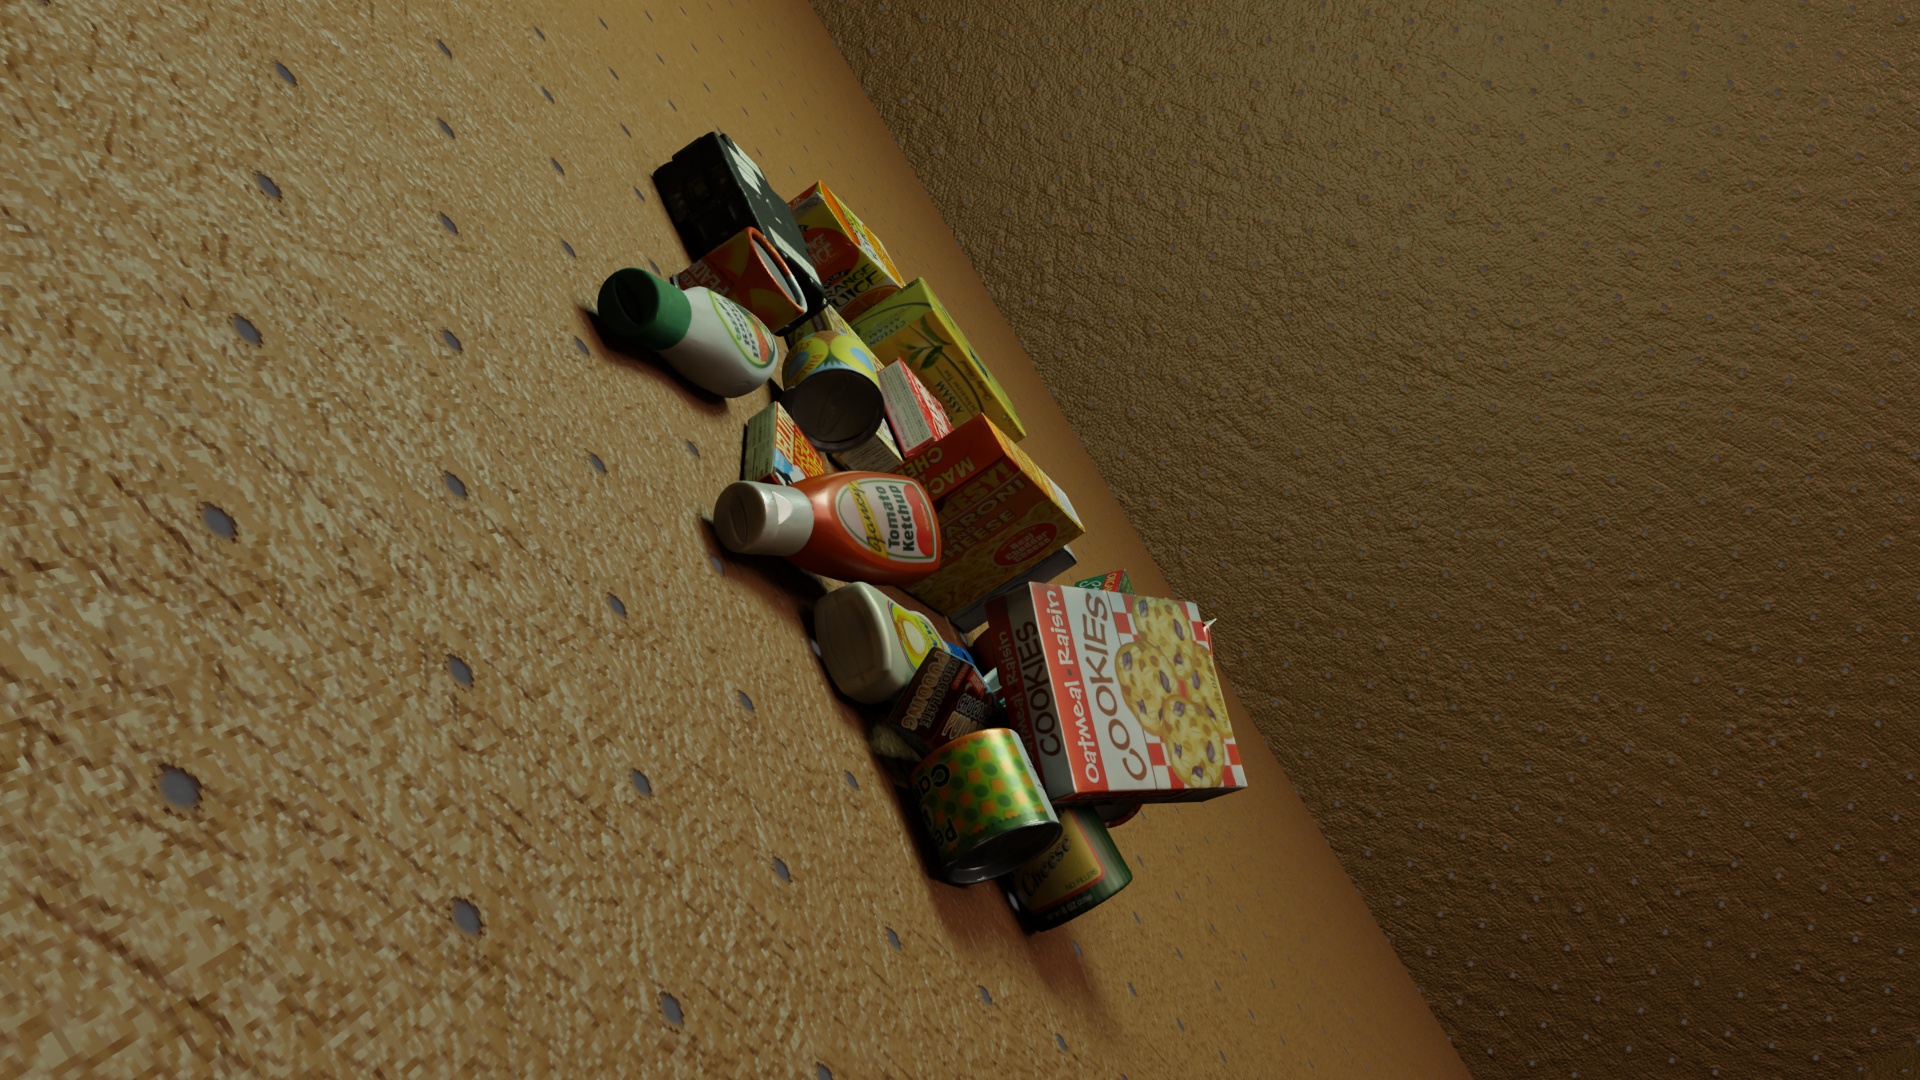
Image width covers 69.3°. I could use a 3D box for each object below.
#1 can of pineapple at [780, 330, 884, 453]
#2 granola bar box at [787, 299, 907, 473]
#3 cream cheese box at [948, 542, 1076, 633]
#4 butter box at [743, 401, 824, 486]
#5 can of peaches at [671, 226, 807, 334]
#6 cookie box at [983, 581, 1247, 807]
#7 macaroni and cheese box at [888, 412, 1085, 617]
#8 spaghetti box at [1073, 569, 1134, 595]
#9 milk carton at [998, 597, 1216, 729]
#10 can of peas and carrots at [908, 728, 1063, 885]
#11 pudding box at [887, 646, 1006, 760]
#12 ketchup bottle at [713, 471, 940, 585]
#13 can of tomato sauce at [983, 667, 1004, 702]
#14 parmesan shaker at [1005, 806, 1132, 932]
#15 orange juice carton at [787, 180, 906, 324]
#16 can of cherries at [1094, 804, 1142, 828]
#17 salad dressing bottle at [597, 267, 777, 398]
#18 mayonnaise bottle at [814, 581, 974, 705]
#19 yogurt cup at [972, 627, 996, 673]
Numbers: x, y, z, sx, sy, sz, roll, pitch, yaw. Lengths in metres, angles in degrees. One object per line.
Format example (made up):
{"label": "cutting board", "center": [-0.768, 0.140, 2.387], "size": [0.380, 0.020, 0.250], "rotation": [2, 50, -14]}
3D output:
{"label": "can of pineapple", "center": [-0.089, -0.103, 0.951], "size": [0.071, 0.071, 0.058], "rotation": [51, 13, -35]}
{"label": "granola bar box", "center": [-0.074, -0.098, 1.074], "size": [0.124, 0.039, 0.166], "rotation": [46, 16, -49]}
{"label": "cream cheese box", "center": [0.032, 0.021, 1.051], "size": [0.024, 0.103, 0.053], "rotation": [44, 17, -48]}
{"label": "butter box", "center": [-0.103, -0.038, 0.817], "size": [0.053, 0.024, 0.104], "rotation": [54, 12, -27]}
{"label": "can of peaches", "center": [-0.142, -0.161, 0.896], "size": [0.071, 0.058, 0.071], "rotation": [56, 11, -16]}
{"label": "cookie box", "center": [0.093, 0.094, 0.827], "size": [0.167, 0.040, 0.123], "rotation": [9, 61, -45]}
{"label": "macaroni and cheese box", "center": [0.003, -0.012, 0.959], "size": [0.040, 0.123, 0.166], "rotation": [62, 12, 26]}
{"label": "spaghetti box", "center": [0.103, 0.092, 1.153], "size": [0.028, 0.050, 0.251], "rotation": [67, 22, -17]}
{"label": "milk carton", "center": [0.104, 0.099, 0.926], "size": [0.191, 0.072, 0.073], "rotation": [-32, 94, -48]}
{"label": "can of peas and carrots", "center": [0.010, 0.141, 0.733], "size": [0.071, 0.071, 0.059], "rotation": [41, 20, -58]}
{"label": "pudding box", "center": [-0.006, 0.097, 0.765], "size": [0.030, 0.050, 0.083], "rotation": [23, -17, 23]}
{"label": "ketchup bottle", "center": [-0.070, -0.008, 0.752], "size": [0.149, 0.043, 0.065], "rotation": [4, 67, -56]}
{"label": "can of tomato sauce", "center": [0.054, 0.126, 0.969], "size": [0.083, 0.071, 0.071], "rotation": [57, 11, -7]}
{"label": "parmesan shaker", "center": [0.051, 0.167, 0.816], "size": [0.103, 0.071, 0.071], "rotation": [60, 11, 9]}
{"label": "orange juice carton", "center": [-0.116, -0.248, 1.213], "size": [0.073, 0.072, 0.192], "rotation": [61, 11, 16]}
{"label": "can of cherries", "center": [0.108, 0.179, 1.060], "size": [0.071, 0.071, 0.058], "rotation": [56, 11, -12]}
{"label": "salad dressing bottle", "center": [-0.150, -0.117, 0.774], "size": [0.064, 0.044, 0.147], "rotation": [61, 11, 10]}
{"label": "mayonnaise bottle", "center": [-0.033, 0.067, 0.798], "size": [0.148, 0.041, 0.065], "rotation": [31, 35, -66]}
{"label": "yogurt cup", "center": [0.046, 0.083, 1.053], "size": [0.054, 0.072, 0.072], "rotation": [52, 10, 9]}
